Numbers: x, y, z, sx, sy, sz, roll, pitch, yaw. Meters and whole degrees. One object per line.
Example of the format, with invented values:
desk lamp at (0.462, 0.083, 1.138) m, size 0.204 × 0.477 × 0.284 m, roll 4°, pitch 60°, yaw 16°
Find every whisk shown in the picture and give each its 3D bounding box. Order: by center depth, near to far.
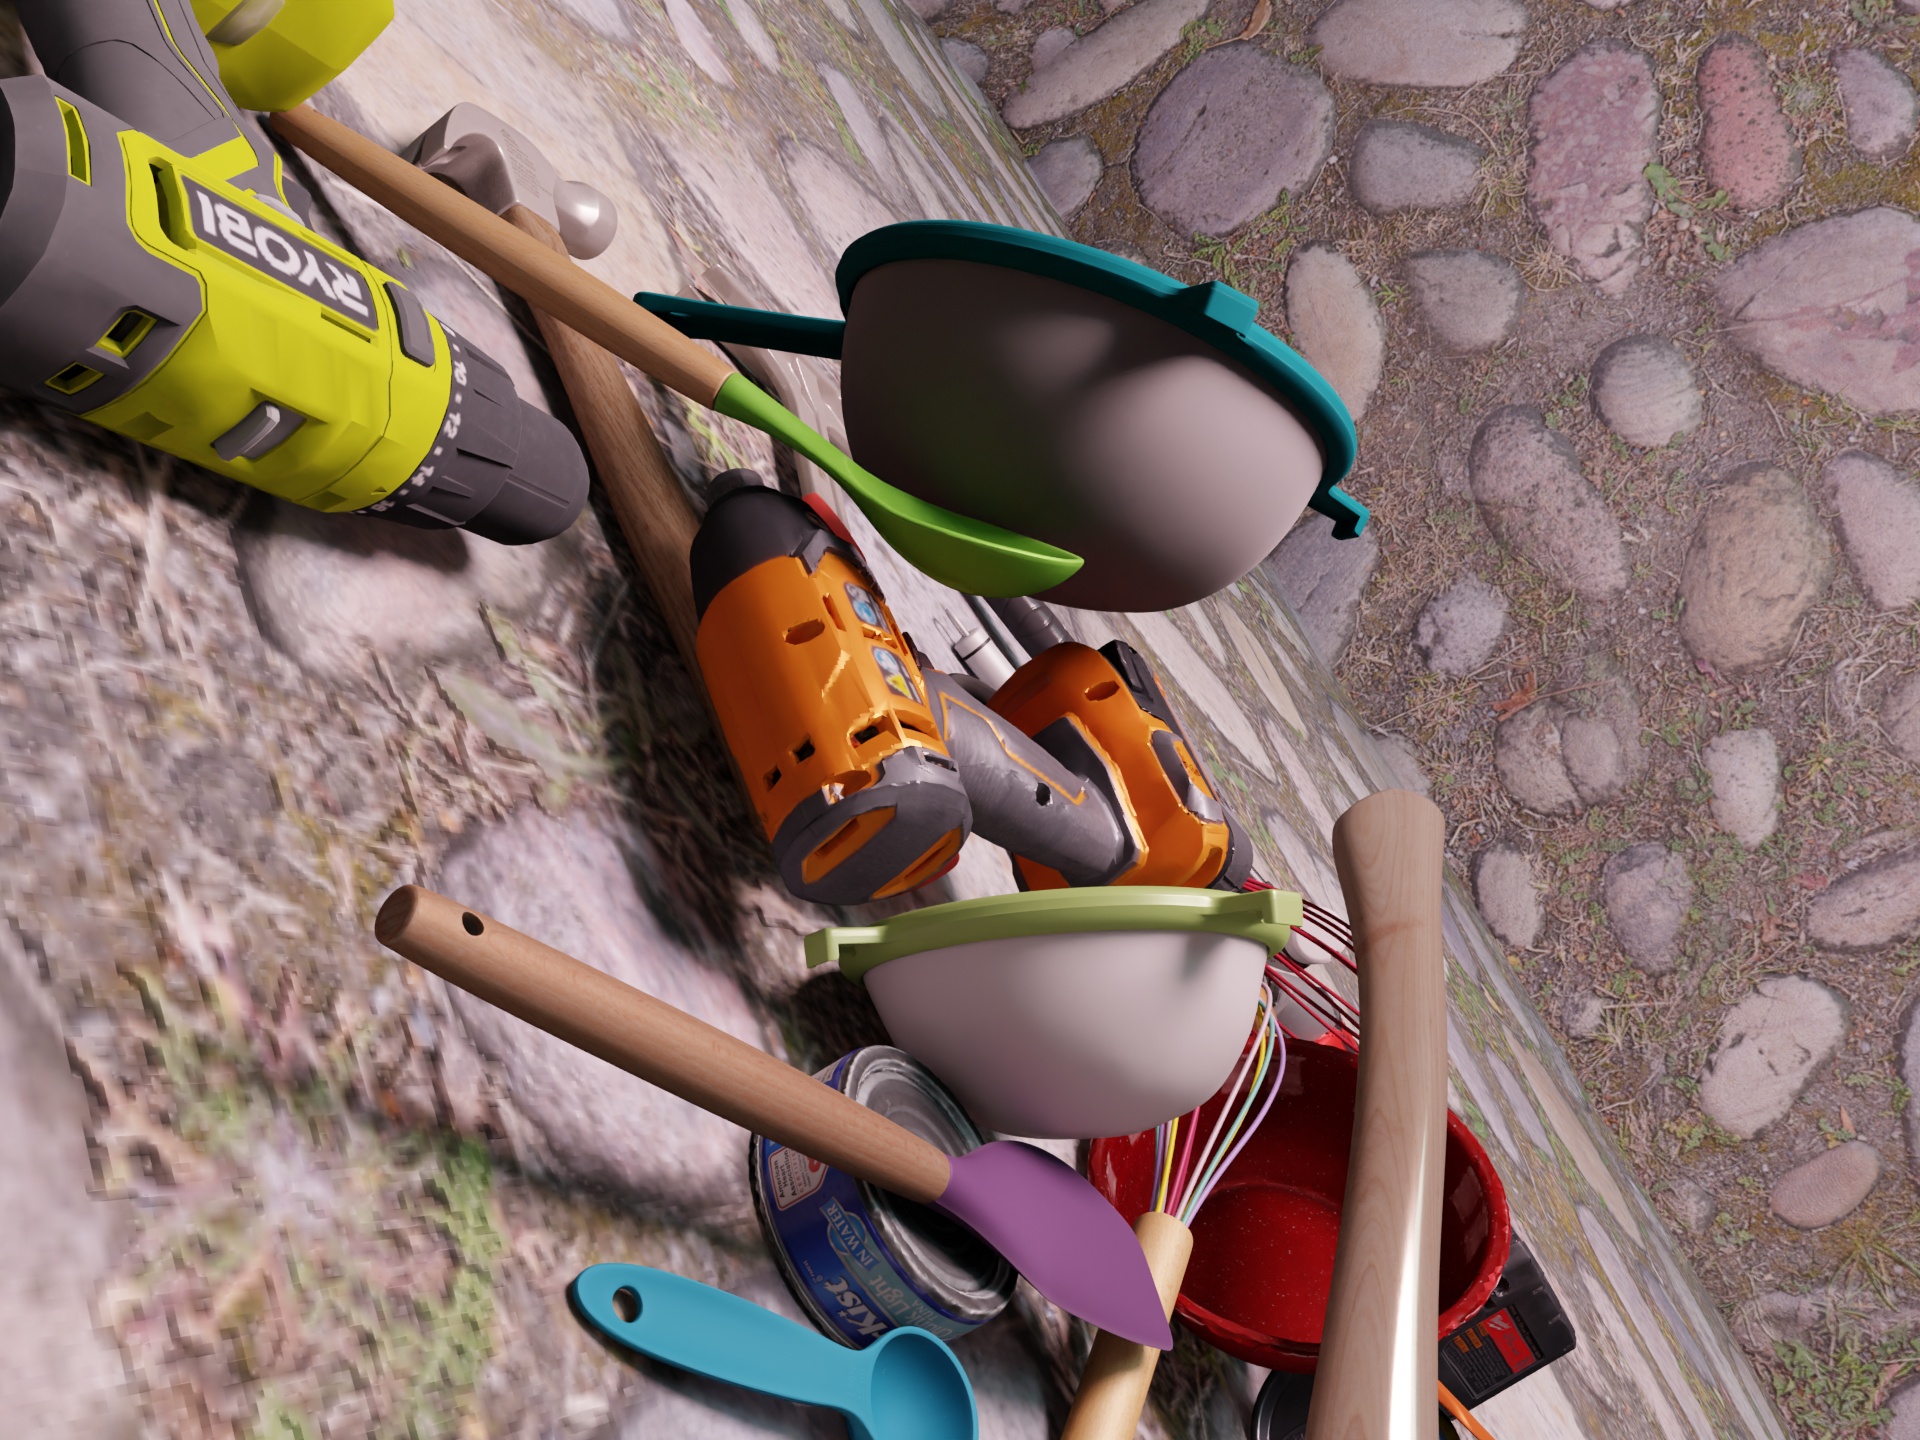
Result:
whisk at (0.076, 0.168, 0.579) m, size 0.245 × 0.051 × 0.047 m, roll -55°, pitch 145°, yaw -53°
whisk at (0.096, 0.072, 0.749) m, size 0.296 × 0.073 × 0.073 m, roll 40°, pitch 12°, yaw 19°

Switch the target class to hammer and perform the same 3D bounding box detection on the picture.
hammer at (0.169, 0.168, 0.585) m, size 0.411 × 0.146 × 0.038 m, roll -68°, pitch 166°, yaw -50°
hammer at (-0.128, -0.102, 0.602) m, size 0.331 × 0.031 × 0.130 m, roll 63°, pitch 18°, yaw 19°
hammer at (-0.059, -0.068, 0.719) m, size 0.149 × 0.036 × 0.359 m, roll 42°, pitch 22°, yaw -39°
hammer at (0.097, 0.011, 0.952) m, size 0.335 × 0.035 × 0.146 m, roll 51°, pitch -9°, yaw 4°

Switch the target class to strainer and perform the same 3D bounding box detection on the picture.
strainer at (0.043, 0.119, 0.575) m, size 0.256 × 0.151 × 0.069 m, roll 67°, pitch 18°, yaw -69°
strainer at (-0.018, -0.112, 0.643) m, size 0.340 × 0.095 × 0.210 m, roll 16°, pitch -8°, yaw 29°
strainer at (0.073, 0.038, 0.887) m, size 0.258 × 0.050 × 0.087 m, roll 51°, pitch 2°, yaw -7°

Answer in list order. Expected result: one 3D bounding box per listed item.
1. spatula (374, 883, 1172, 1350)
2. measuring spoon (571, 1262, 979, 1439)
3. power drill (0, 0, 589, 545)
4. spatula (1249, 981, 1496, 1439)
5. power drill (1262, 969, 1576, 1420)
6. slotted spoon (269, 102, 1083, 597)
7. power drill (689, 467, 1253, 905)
spatula at (-0.023, 0.109, 0.414) m, size 0.315 × 0.018 × 0.060 m, roll 41°, pitch 22°, yaw -45°
measuring spoon at (-0.047, 0.161, 0.392) m, size 0.128 × 0.021 × 0.042 m, roll 35°, pitch 36°, yaw -31°
power drill at (-0.196, -0.157, 0.443) m, size 0.190 × 0.080 × 0.229 m, roll 24°, pitch 39°, yaw -60°
spatula at (0.166, 0.187, 0.740) m, size 0.080 × 0.041 × 0.323 m, roll 49°, pitch 19°, yaw -44°
power drill at (0.209, 0.225, 0.813) m, size 0.143 × 0.078 × 0.220 m, roll 54°, pitch 5°, yaw -41°
slotted spoon at (-0.100, -0.123, 0.532) m, size 0.314 × 0.031 × 0.070 m, roll 32°, pitch 13°, yaw 3°
power drill at (-0.001, -0.002, 0.571) m, size 0.226 × 0.084 × 0.164 m, roll 21°, pitch 35°, yaw -49°
